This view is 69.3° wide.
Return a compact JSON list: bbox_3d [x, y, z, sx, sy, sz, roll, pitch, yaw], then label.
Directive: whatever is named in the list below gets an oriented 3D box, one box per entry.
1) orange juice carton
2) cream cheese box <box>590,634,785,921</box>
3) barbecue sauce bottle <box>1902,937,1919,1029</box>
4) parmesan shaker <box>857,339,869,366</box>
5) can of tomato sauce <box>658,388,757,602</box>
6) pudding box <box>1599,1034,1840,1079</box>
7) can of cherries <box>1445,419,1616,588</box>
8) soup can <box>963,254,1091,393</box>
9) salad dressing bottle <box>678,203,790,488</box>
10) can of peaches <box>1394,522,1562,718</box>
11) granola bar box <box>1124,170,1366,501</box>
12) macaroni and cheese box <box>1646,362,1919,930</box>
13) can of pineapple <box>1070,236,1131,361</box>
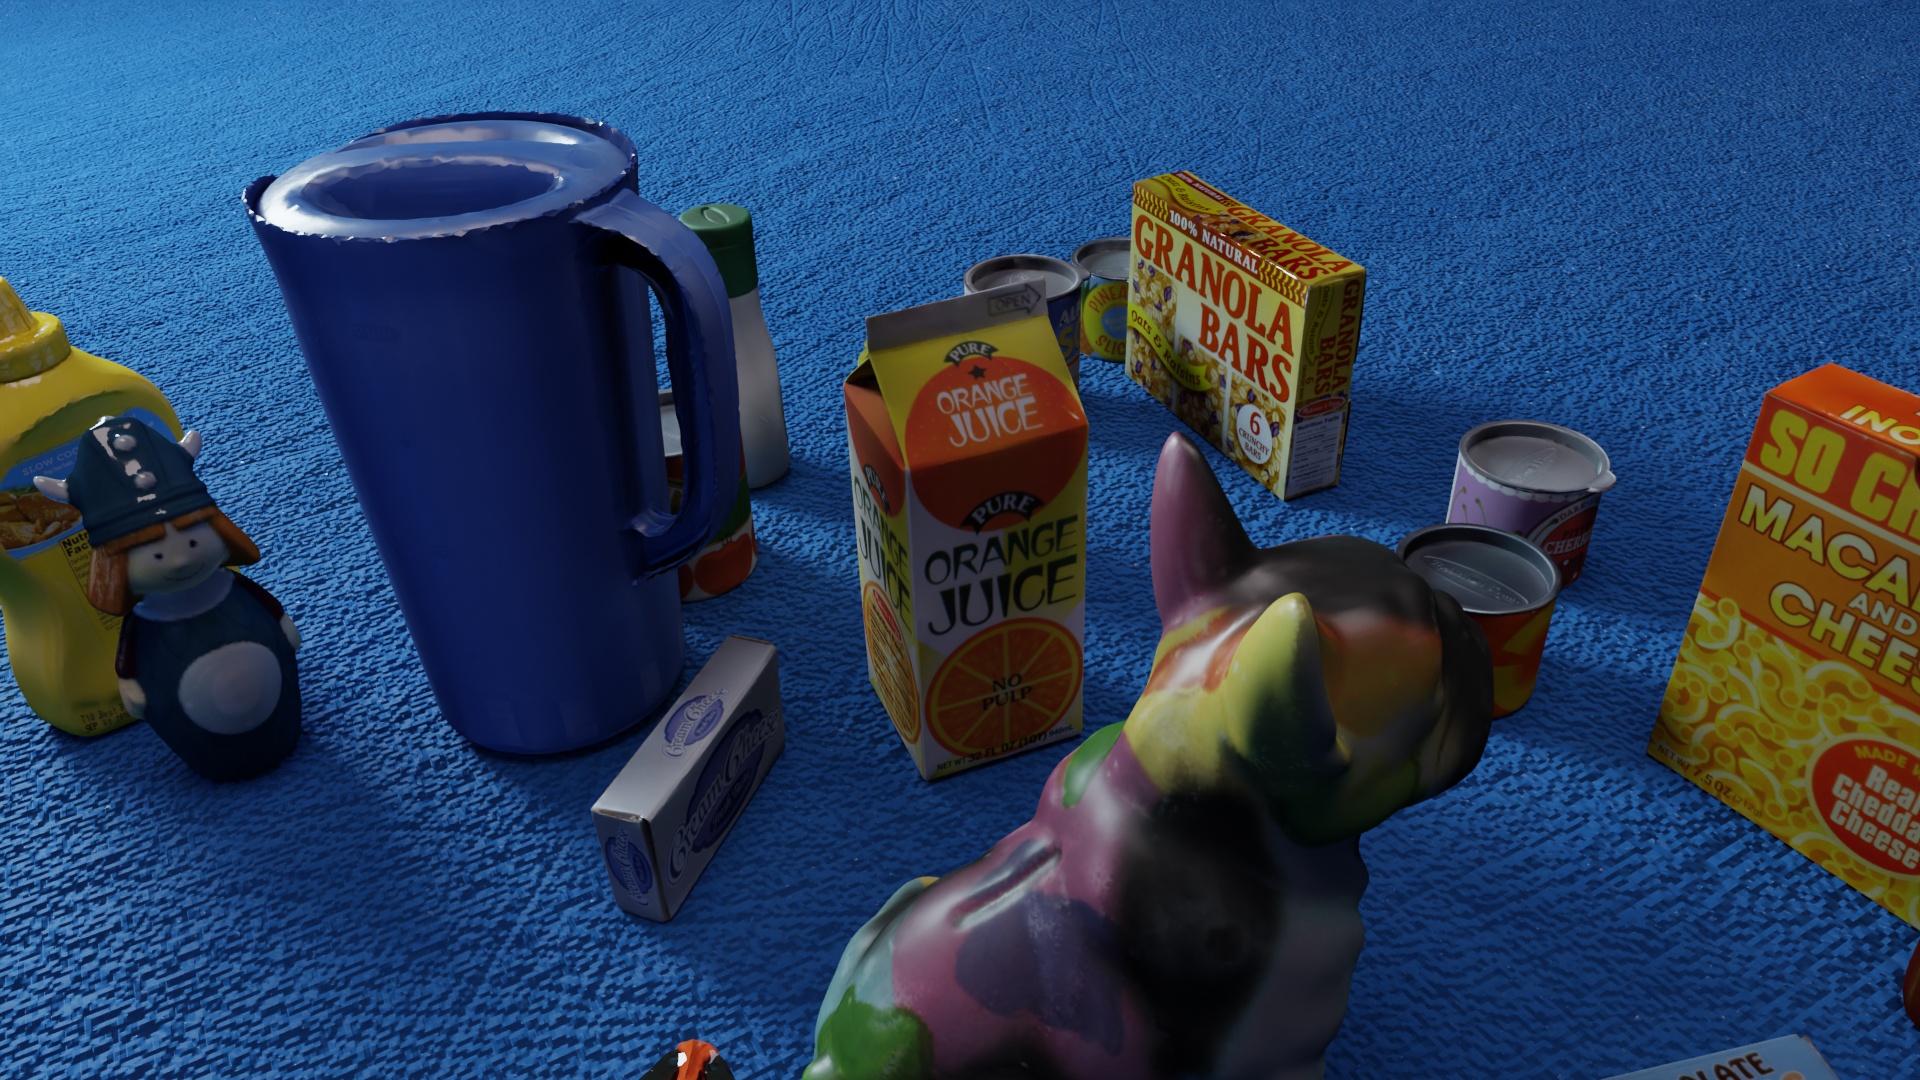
[{"bbox_3d":[0.002,-0.007,0.541,0.072,0.191,0.073,-14,36,-18],"label":"orange juice carton"},{"bbox_3d":[-0.099,0.088,0.529,0.024,0.053,0.104,10,36,17],"label":"cream cheese box"},{"bbox_3d":[0.335,0.099,0.406,0.065,0.147,0.044,25,42,34],"label":"barbecue sauce bottle"},{"bbox_3d":[-0.015,-0.044,0.677,0.071,0.102,0.072,-1,34,1],"label":"parmesan shaker"},{"bbox_3d":[-0.135,-0.021,0.667,0.071,0.082,0.071,-1,34,1],"label":"can of tomato sauce"},{"bbox_3d":[0.204,0.172,0.391,0.084,0.049,0.030,-8,34,-9],"label":"pudding box"},{"bbox_3d":[0.269,-0.015,0.660,0.071,0.058,0.072,-1,34,1],"label":"can of cherries"},{"bbox_3d":[0.039,-0.112,0.793,0.071,0.083,0.072,-1,34,1],"label":"soup can"},{"bbox_3d":[-0.119,-0.100,0.726,0.044,0.146,0.064,-18,37,-22],"label":"salad dressing bottle"},{"bbox_3d":[0.212,0.035,0.588,0.071,0.057,0.071,-1,34,1],"label":"can of peaches"},{"bbox_3d":[0.149,-0.116,0.757,0.039,0.123,0.166,-15,36,-19],"label":"granola bar box"},{"bbox_3d":[0.320,0.040,0.478,0.040,0.165,0.124,-20,38,-25],"label":"macaroni and cheese box"},{"bbox_3d":[0.102,-0.150,0.870,0.071,0.057,0.071,-1,34,1],"label":"can of pineapple"}]
